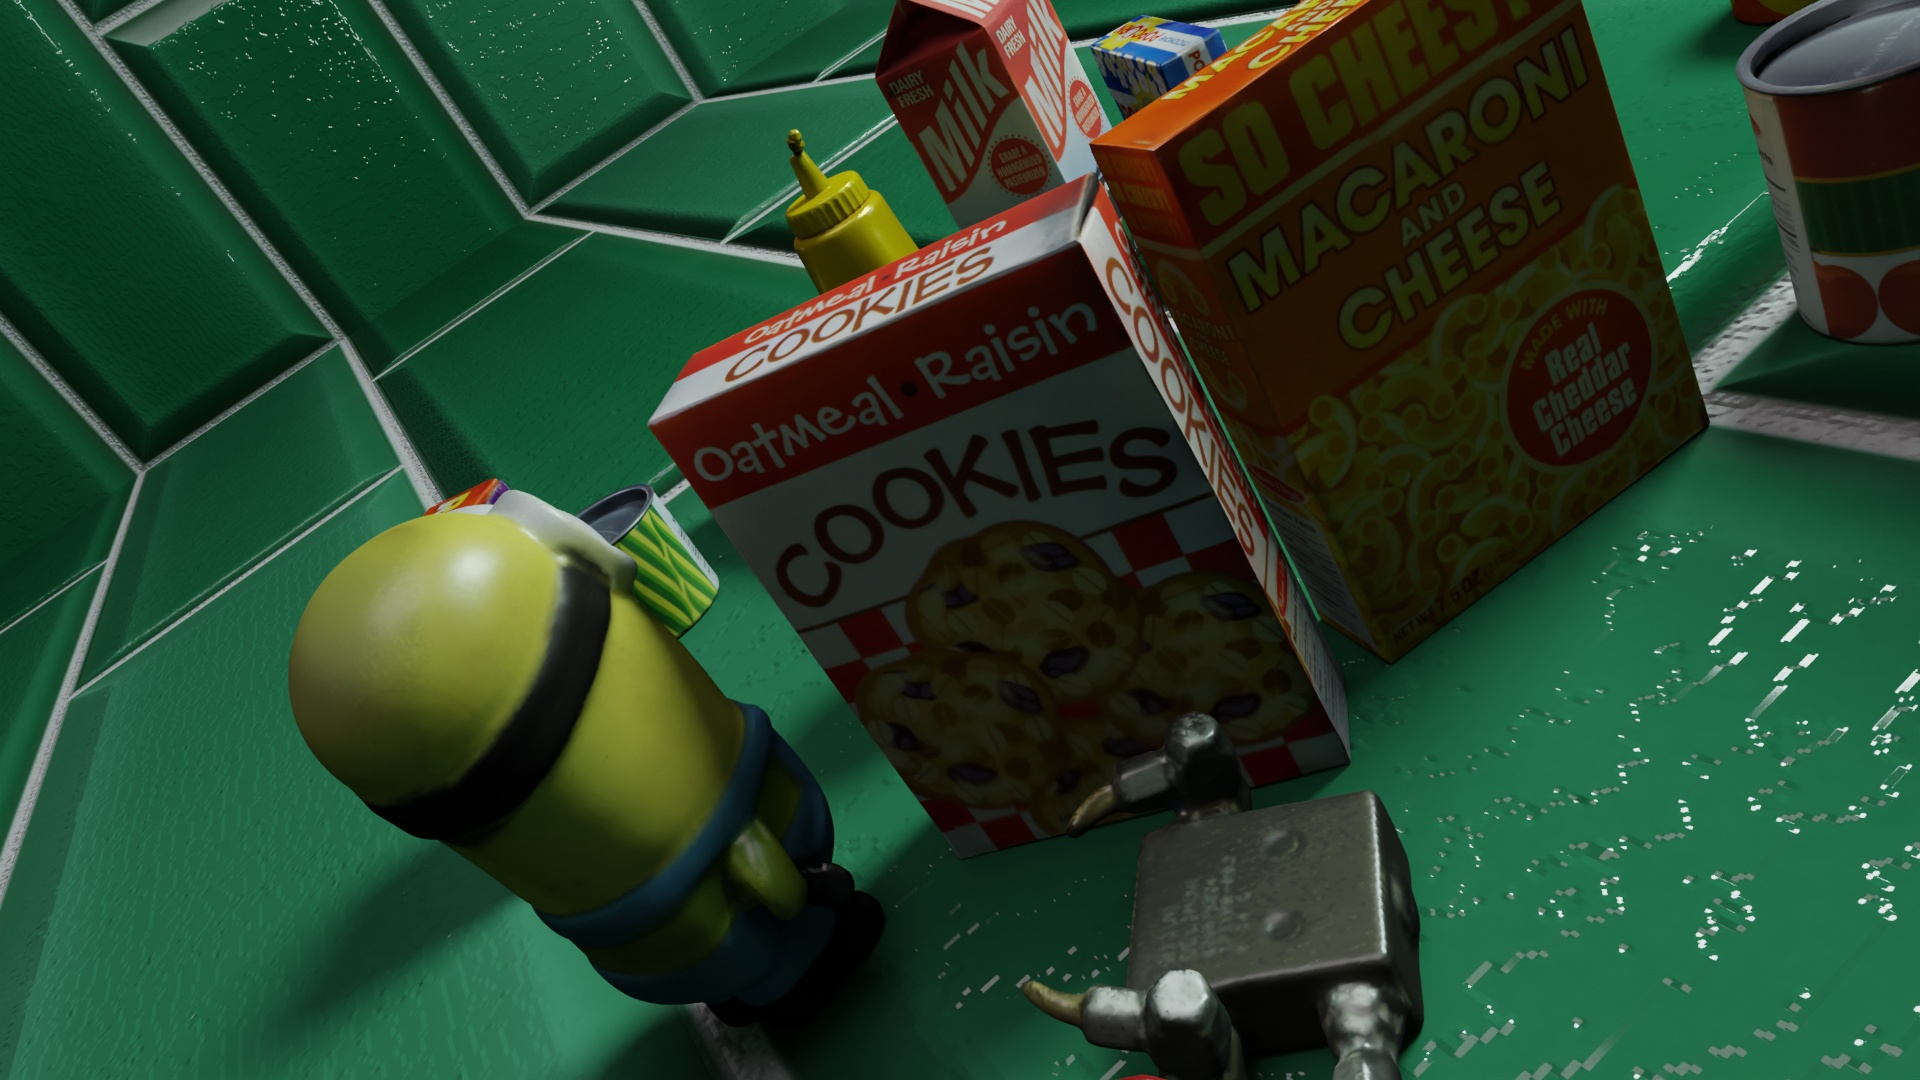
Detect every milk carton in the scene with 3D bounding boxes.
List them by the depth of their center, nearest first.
[{"bbox_3d":[0.023,-0.219,0.720,0.073,0.190,0.073,-11,33,36],"label":"milk carton"}]

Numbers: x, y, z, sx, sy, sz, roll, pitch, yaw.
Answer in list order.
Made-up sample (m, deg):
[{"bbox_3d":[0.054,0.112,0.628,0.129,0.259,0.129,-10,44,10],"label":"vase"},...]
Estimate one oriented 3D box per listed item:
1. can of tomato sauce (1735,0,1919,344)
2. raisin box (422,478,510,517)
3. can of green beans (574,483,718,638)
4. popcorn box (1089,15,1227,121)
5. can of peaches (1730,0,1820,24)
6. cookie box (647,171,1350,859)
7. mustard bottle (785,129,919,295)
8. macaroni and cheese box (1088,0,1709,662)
[{"bbox_3d":[0.267,-0.107,0.391,0.071,0.083,0.071,-25,27,14],"label":"can of tomato sauce"},{"bbox_3d":[-0.173,0.049,0.544,0.040,0.123,0.086,-22,28,20],"label":"raisin box"},{"bbox_3d":[-0.157,0.016,0.658,0.071,0.057,0.071,-25,27,14],"label":"can of green beans"},{"bbox_3d":[0.122,-0.240,0.770,0.038,0.085,0.127,-31,26,2],"label":"popcorn box"},{"bbox_3d":[0.355,-0.259,0.585,0.071,0.058,0.071,-25,27,14],"label":"can of peaches"},{"bbox_3d":[0.016,0.004,0.372,0.123,0.167,0.040,-19,29,24],"label":"cookie box"},{"bbox_3d":[-0.041,-0.122,0.655,0.049,0.159,0.065,-24,27,16],"label":"mustard bottle"},{"bbox_3d":[0.125,-0.068,0.380,0.124,0.166,0.040,-36,26,-7],"label":"macaroni and cheese box"}]
